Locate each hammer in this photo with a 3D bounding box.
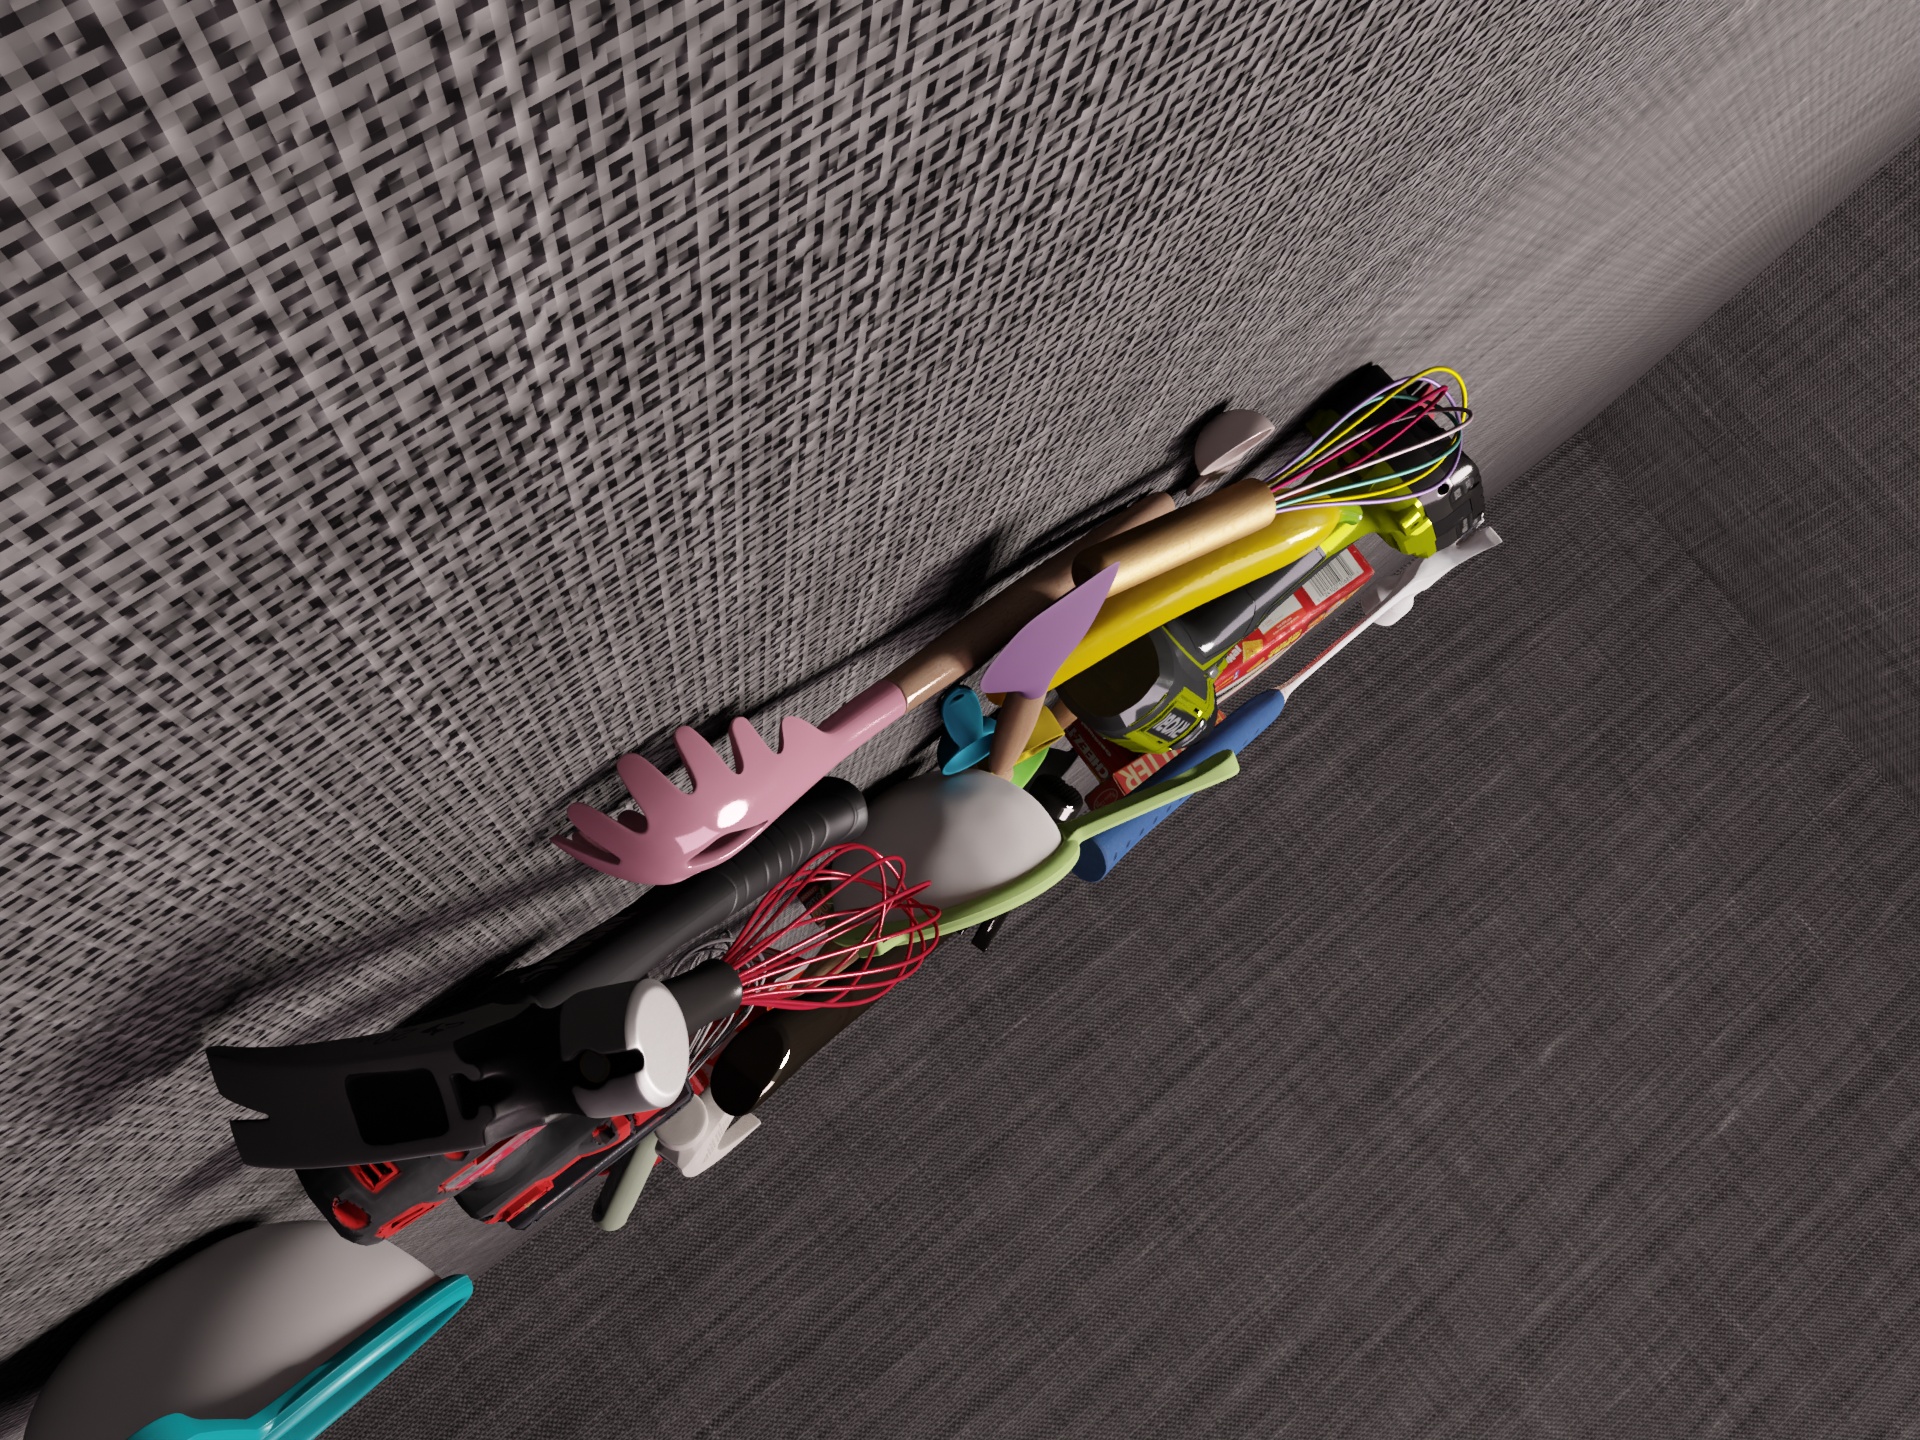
[{"bbox_3d":[-0.037,0.146,0.979,0.146,0.038,0.410,-60,166,24],"label":"hammer"},{"bbox_3d":[-0.072,0.144,0.993,0.331,0.031,0.130,-50,166,-24],"label":"hammer"},{"bbox_3d":[0.215,-0.021,1.055,0.405,0.035,0.144,-36,173,-32],"label":"hammer"},{"bbox_3d":[-0.105,0.069,0.552,0.146,0.035,0.335,-13,-174,16],"label":"hammer"}]

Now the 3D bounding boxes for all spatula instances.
[{"bbox_3d":[0.027,-0.009,0.698,0.060,0.018,0.315,-35,172,-9],"label":"spatula"}]

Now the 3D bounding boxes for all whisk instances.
[{"bbox_3d":[-0.183,0.228,0.988,0.059,0.058,0.246,13,117,-28],"label":"whisk"},{"bbox_3d":[0.139,-0.103,0.674,0.245,0.051,0.047,-26,156,-32],"label":"whisk"},{"bbox_3d":[-0.085,0.101,0.631,0.073,0.073,0.296,-41,169,24],"label":"whisk"}]

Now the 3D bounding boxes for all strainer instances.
[{"bbox_3d":[0.104,0.006,1.259,0.258,0.050,0.087,-41,180,-24],"label":"strainer"},{"bbox_3d":[0.035,0.048,0.900,0.256,0.069,0.151,-22,-170,-9],"label":"strainer"},{"bbox_3d":[-0.314,0.264,0.641,0.211,0.095,0.340,-38,171,-25],"label":"strainer"}]

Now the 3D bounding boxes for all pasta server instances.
[{"bbox_3d":[-0.013,-0.026,0.582,0.316,0.040,0.060,-37,173,-40],"label":"pasta server"}]

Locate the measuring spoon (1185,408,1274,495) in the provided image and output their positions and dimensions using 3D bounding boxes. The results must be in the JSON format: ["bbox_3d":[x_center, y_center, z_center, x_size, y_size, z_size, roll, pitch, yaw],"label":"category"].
[{"bbox_3d":[0.107,-0.113,0.677,0.034,0.018,0.124,-31,179,0],"label":"measuring spoon"}]

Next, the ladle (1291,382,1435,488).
[{"bbox_3d":[0.175,-0.117,0.912,0.315,0.031,0.069,-32,171,-28],"label":"ladle"}]

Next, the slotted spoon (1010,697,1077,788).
[{"bbox_3d":[0.074,-0.012,1.028,0.070,0.031,0.313,-34,172,-30],"label":"slotted spoon"}]

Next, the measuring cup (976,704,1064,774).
[{"bbox_3d":[-0.011,0.033,0.975,0.156,0.029,0.062,-27,174,10],"label":"measuring cup"}]

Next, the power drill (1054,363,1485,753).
[{"bbox_3d":[0.163,-0.067,0.848,0.228,0.080,0.190,-41,161,11],"label":"power drill"}]

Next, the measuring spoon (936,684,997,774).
[{"bbox_3d":[-0.001,-0.003,0.826,0.042,0.021,0.128,-32,163,-5],"label":"measuring spoon"}]

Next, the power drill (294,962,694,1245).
[{"bbox_3d":[-0.185,0.156,0.682,0.143,0.078,0.219,-37,170,-12],"label":"power drill"}]
